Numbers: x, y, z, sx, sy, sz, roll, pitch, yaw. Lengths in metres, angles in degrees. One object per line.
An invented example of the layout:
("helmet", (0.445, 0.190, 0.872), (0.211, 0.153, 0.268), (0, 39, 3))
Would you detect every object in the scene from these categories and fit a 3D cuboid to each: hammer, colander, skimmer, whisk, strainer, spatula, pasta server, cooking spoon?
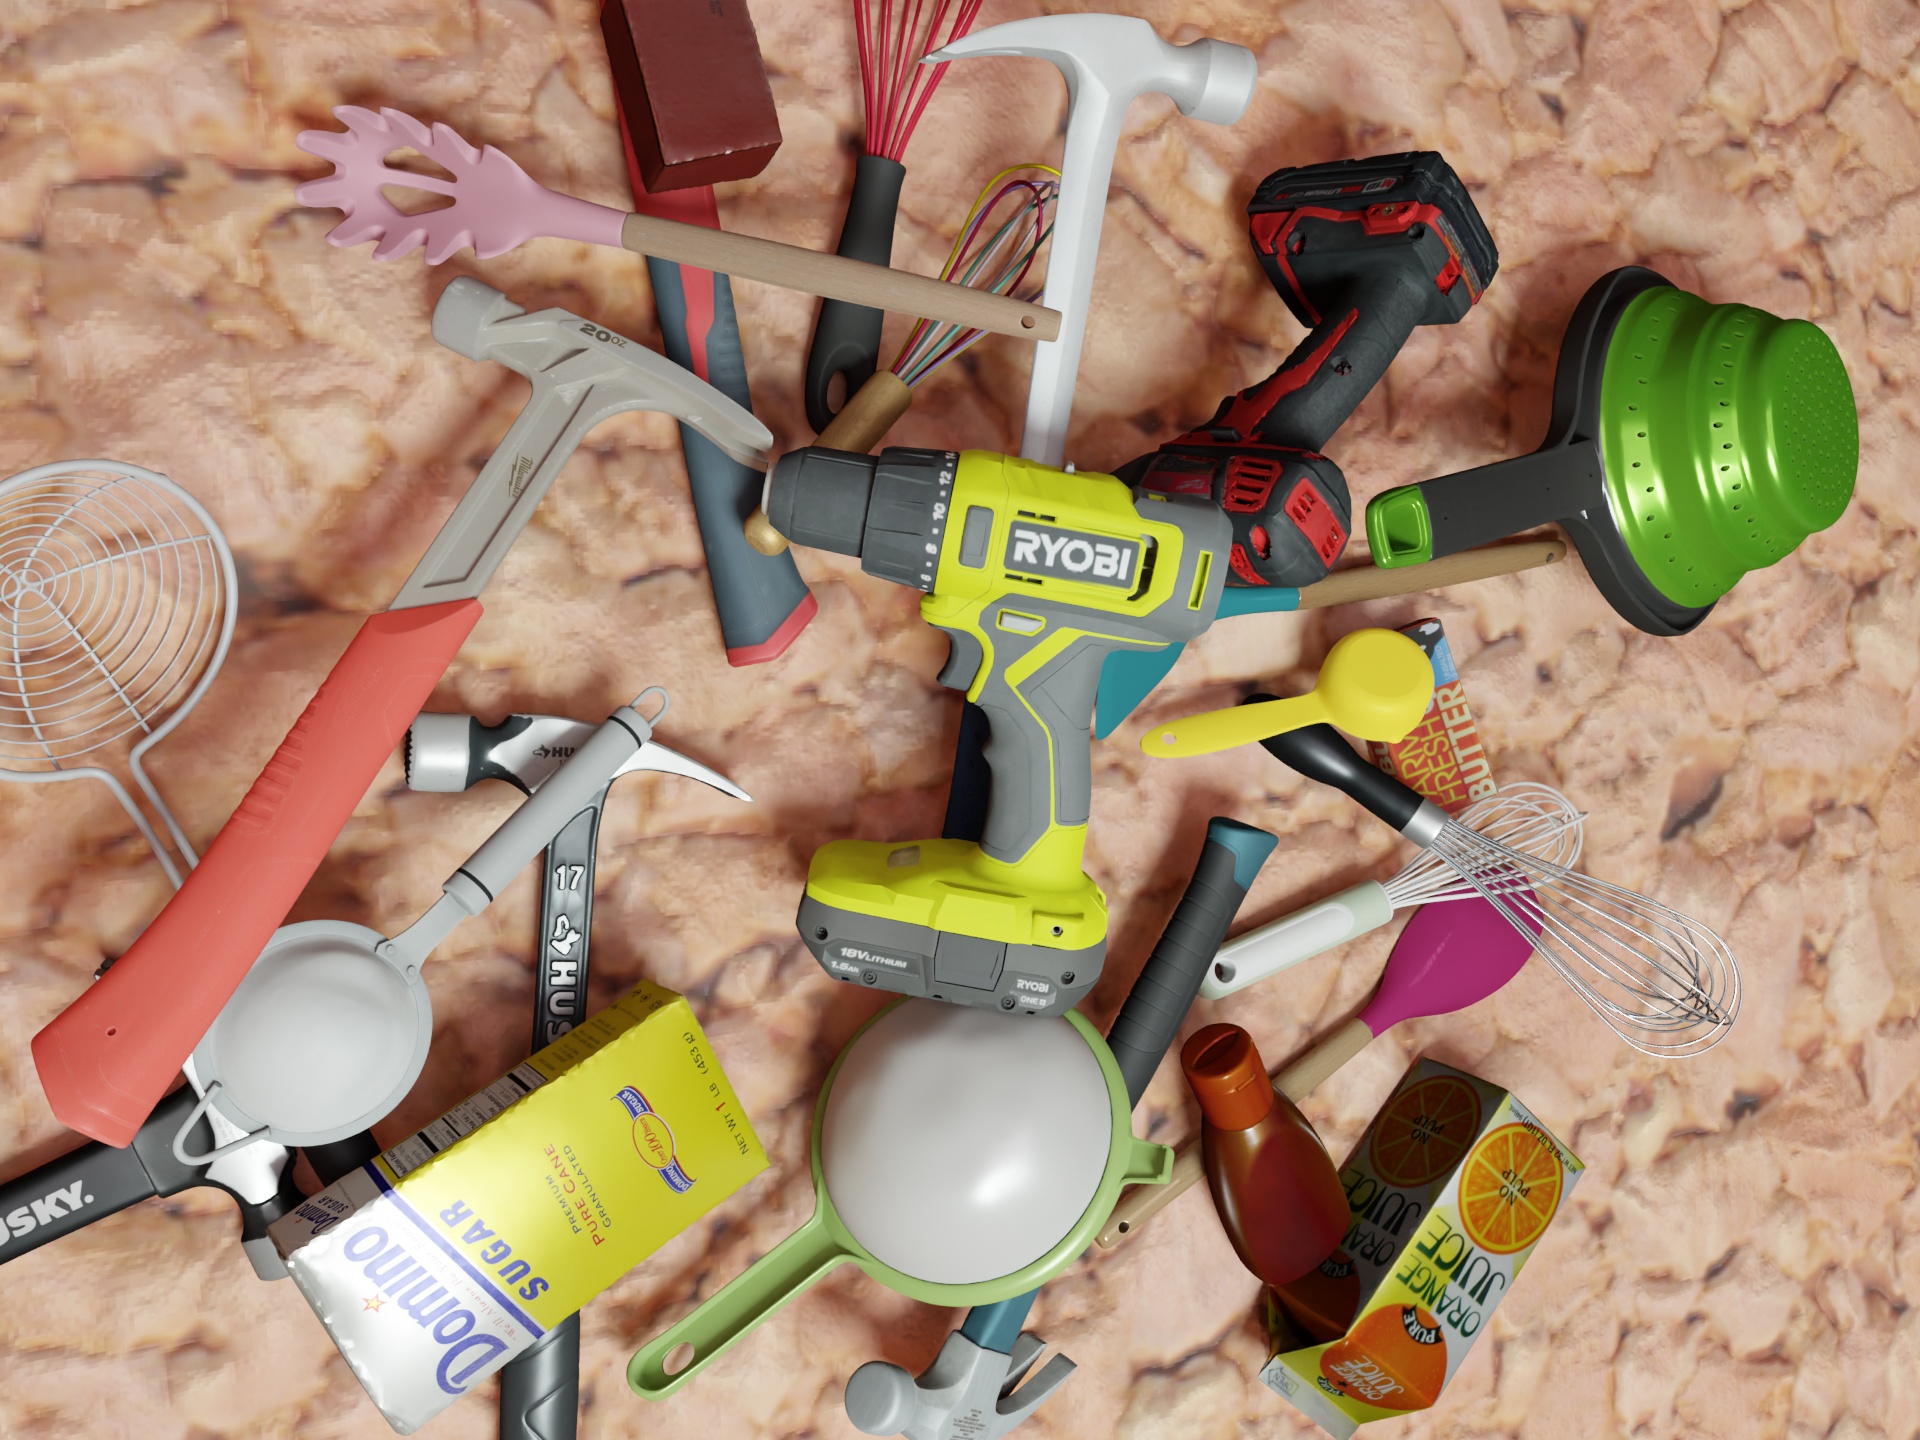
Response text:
("hammer", (-0.214, -0.006, 0.605), (0.149, 0.036, 0.359), (27, 68, -1))
("hammer", (-0.175, 0.202, 0.698), (0.149, 0.036, 0.409), (3, 90, -22))
("colander", (0.349, -0.130, 0.795), (0.397, 0.094, 0.204), (-18, 99, -39))
("hammer", (0.028, -0.104, 0.717), (0.144, 0.035, 0.405), (5, 103, -19))
("skimmer", (-0.276, 0.080, 0.616), (0.127, 0.090, 0.363), (-34, 100, -46))
("whisk", (-0.021, -0.170, 0.727), (0.245, 0.051, 0.047), (-52, 133, -19))
("hammer", (-0.430, 0.217, 0.600), (0.335, 0.035, 0.146), (-25, 100, -18))
("whisk", (0.229, 0.093, 0.844), (0.246, 0.059, 0.058), (-21, 84, -15))
("strainer", (-0.046, 0.204, 0.691), (0.256, 0.152, 0.069), (-36, 146, -7))
("whisk", (-0.032, -0.276, 0.734), (0.073, 0.073, 0.296), (10, 93, -21))
("spatula", (0.200, -0.062, 0.830), (0.317, 0.044, 0.082), (-12, 126, -23))
("hammer", (0.065, 0.190, 0.760), (0.128, 0.033, 0.331), (42, 73, -47))
("pasta server", (-0.113, -0.195, 0.655), (0.316, 0.040, 0.060), (13, 113, 2))
("strainer", (-0.201, 0.073, 0.628), (0.258, 0.050, 0.086), (-50, 116, -28))
("cooking spoon", (0.196, 0.179, 0.846), (0.319, 0.017, 0.068), (-33, 102, -17))
("hammer", (-0.138, -0.213, 0.702), (0.143, 0.038, 0.386), (-11, 95, -19))
("whisk", (0.261, 0.071, 0.802), (0.285, 0.070, 0.070), (35, 78, 10))

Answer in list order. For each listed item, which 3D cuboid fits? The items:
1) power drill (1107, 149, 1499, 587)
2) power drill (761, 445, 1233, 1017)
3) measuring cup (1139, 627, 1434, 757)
("power drill", (0.152, -0.163, 0.765), (0.078, 0.143, 0.220), (43, 71, -37))
("power drill", (-0.001, -0.002, 0.679), (0.190, 0.080, 0.228), (10, 104, -1))
("measuring cup", (0.165, -0.010, 0.796), (0.156, 0.029, 0.062), (-13, 61, -12))
